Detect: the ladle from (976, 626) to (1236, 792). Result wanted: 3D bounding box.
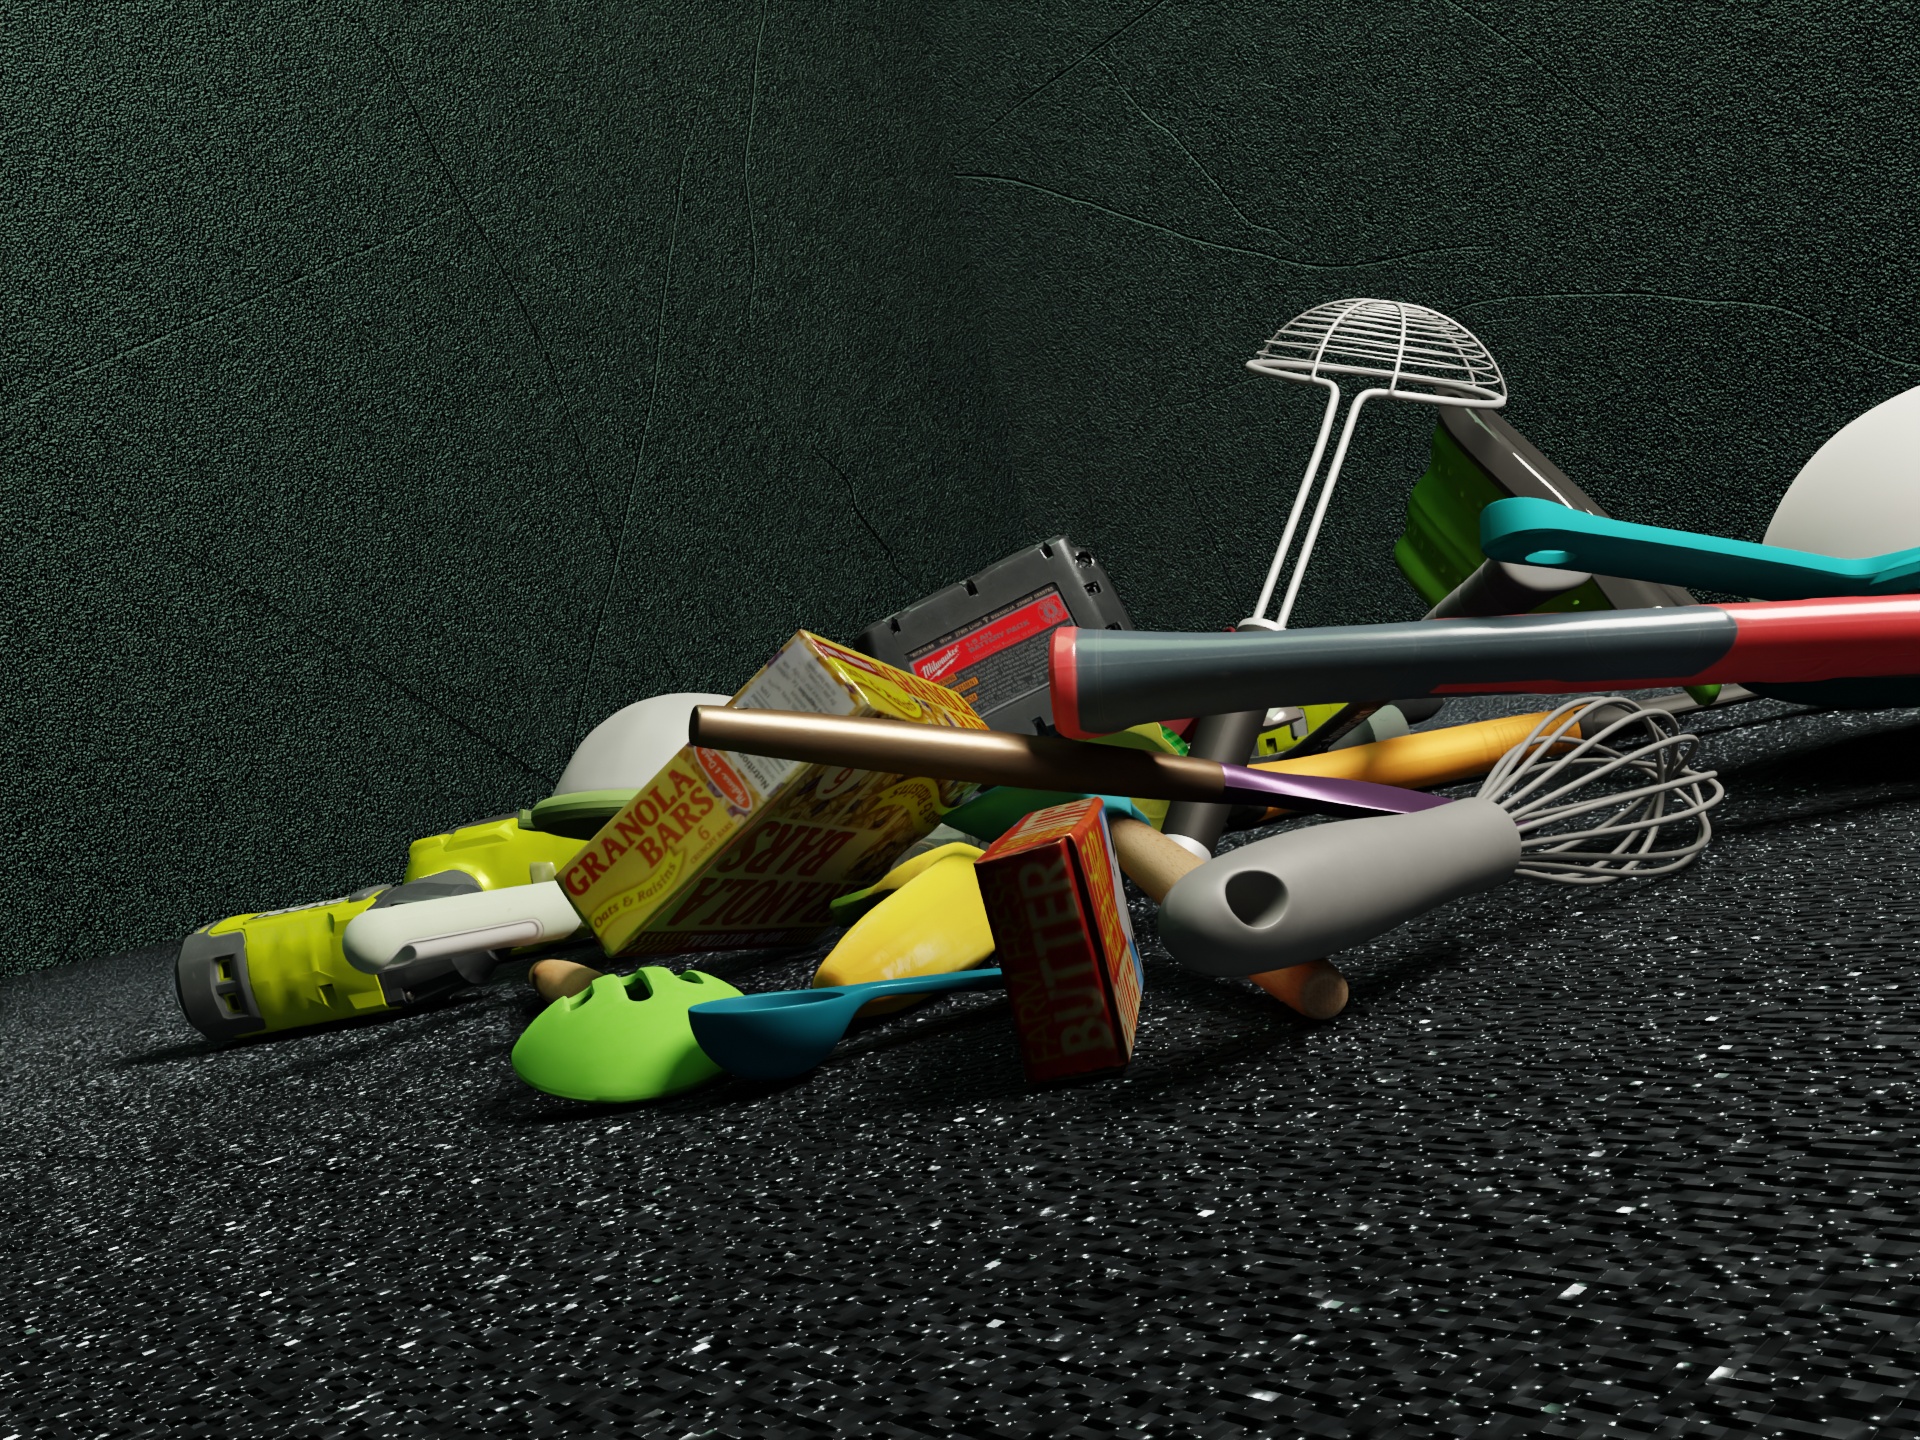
[{"bbox_3d":[0.079,0.010,0.945,0.031,0.069,0.315,33,-25,-15],"label":"ladle"}]

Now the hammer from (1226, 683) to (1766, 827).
[{"bbox_3d":[0.295,0.005,0.804,0.337,0.034,0.127,-12,1,3],"label":"hammer"}]

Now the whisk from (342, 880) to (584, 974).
[{"bbox_3d":[-0.169,0.082,0.692,0.058,0.059,0.246,-47,-18,19],"label":"whisk"}]

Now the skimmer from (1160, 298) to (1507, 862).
[{"bbox_3d":[0.157,-0.068,0.727,0.127,0.363,0.090,14,-31,20],"label":"skimmer"}]

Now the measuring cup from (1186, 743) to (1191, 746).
[{"bbox_3d":[0.124,0.012,0.954,0.083,0.038,0.168,-37,11,29],"label":"measuring cup"}]

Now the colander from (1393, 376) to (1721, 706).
[{"bbox_3d":[0.295,-0.060,0.806,0.094,0.204,0.397,-47,5,22],"label":"colander"}]

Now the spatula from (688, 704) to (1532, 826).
[{"bbox_3d":[0.065,0.019,0.536,0.315,0.018,0.060,7,4,-22],"label":"spatula"}]

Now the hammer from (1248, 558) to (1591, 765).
[{"bbox_3d":[0.211,-0.017,0.800,0.149,0.036,0.408,-14,-12,-5],"label":"hammer"}]

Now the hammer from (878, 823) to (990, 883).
[{"bbox_3d":[0.053,0.055,0.972,0.146,0.038,0.410,-13,-1,27],"label":"hammer"}]

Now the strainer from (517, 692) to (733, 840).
[{"bbox_3d":[-0.115,0.013,0.741,0.151,0.069,0.256,4,-13,-21],"label":"strainer"}]

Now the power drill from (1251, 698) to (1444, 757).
[{"bbox_3d":[0.251,-0.006,1.241,0.190,0.080,0.228,-12,3,-5],"label":"power drill"}]

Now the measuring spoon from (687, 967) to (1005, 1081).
[{"bbox_3d":[-0.011,0.081,0.430,0.128,0.021,0.042,-1,-5,-32],"label":"measuring spoon"}]

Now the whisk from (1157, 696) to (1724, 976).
[{"bbox_3d":[0.127,0.027,0.395,0.239,0.055,0.055,-9,-2,-44],"label":"whisk"}]

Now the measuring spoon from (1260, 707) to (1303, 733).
[{"bbox_3d":[0.162,-0.002,0.937,0.034,0.018,0.124,-25,-14,37],"label":"measuring spoon"}]

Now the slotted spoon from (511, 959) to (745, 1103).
[{"bbox_3d":[-0.132,0.098,0.559,0.070,0.031,0.314,-9,-2,-21],"label":"slotted spoon"}]

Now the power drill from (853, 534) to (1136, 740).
[{"bbox_3d":[-0.001,-0.003,0.792,0.188,0.080,0.226,-26,-7,-2],"label":"power drill"}]

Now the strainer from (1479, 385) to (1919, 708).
[{"bbox_3d":[0.322,-0.079,0.546,0.340,0.095,0.211,5,-15,-18],"label":"strainer"}]

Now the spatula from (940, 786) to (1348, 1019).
[{"bbox_3d":[0.056,0.053,0.504,0.082,0.044,0.317,21,3,-9],"label":"spatula"}]

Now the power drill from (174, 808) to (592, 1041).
[{"bbox_3d":[-0.261,0.101,0.824,0.171,0.080,0.223,-12,4,13],"label":"power drill"}]

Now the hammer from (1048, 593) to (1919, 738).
[{"bbox_3d":[0.218,-0.026,0.472,0.386,0.038,0.143,-3,-14,9],"label":"hammer"}]
